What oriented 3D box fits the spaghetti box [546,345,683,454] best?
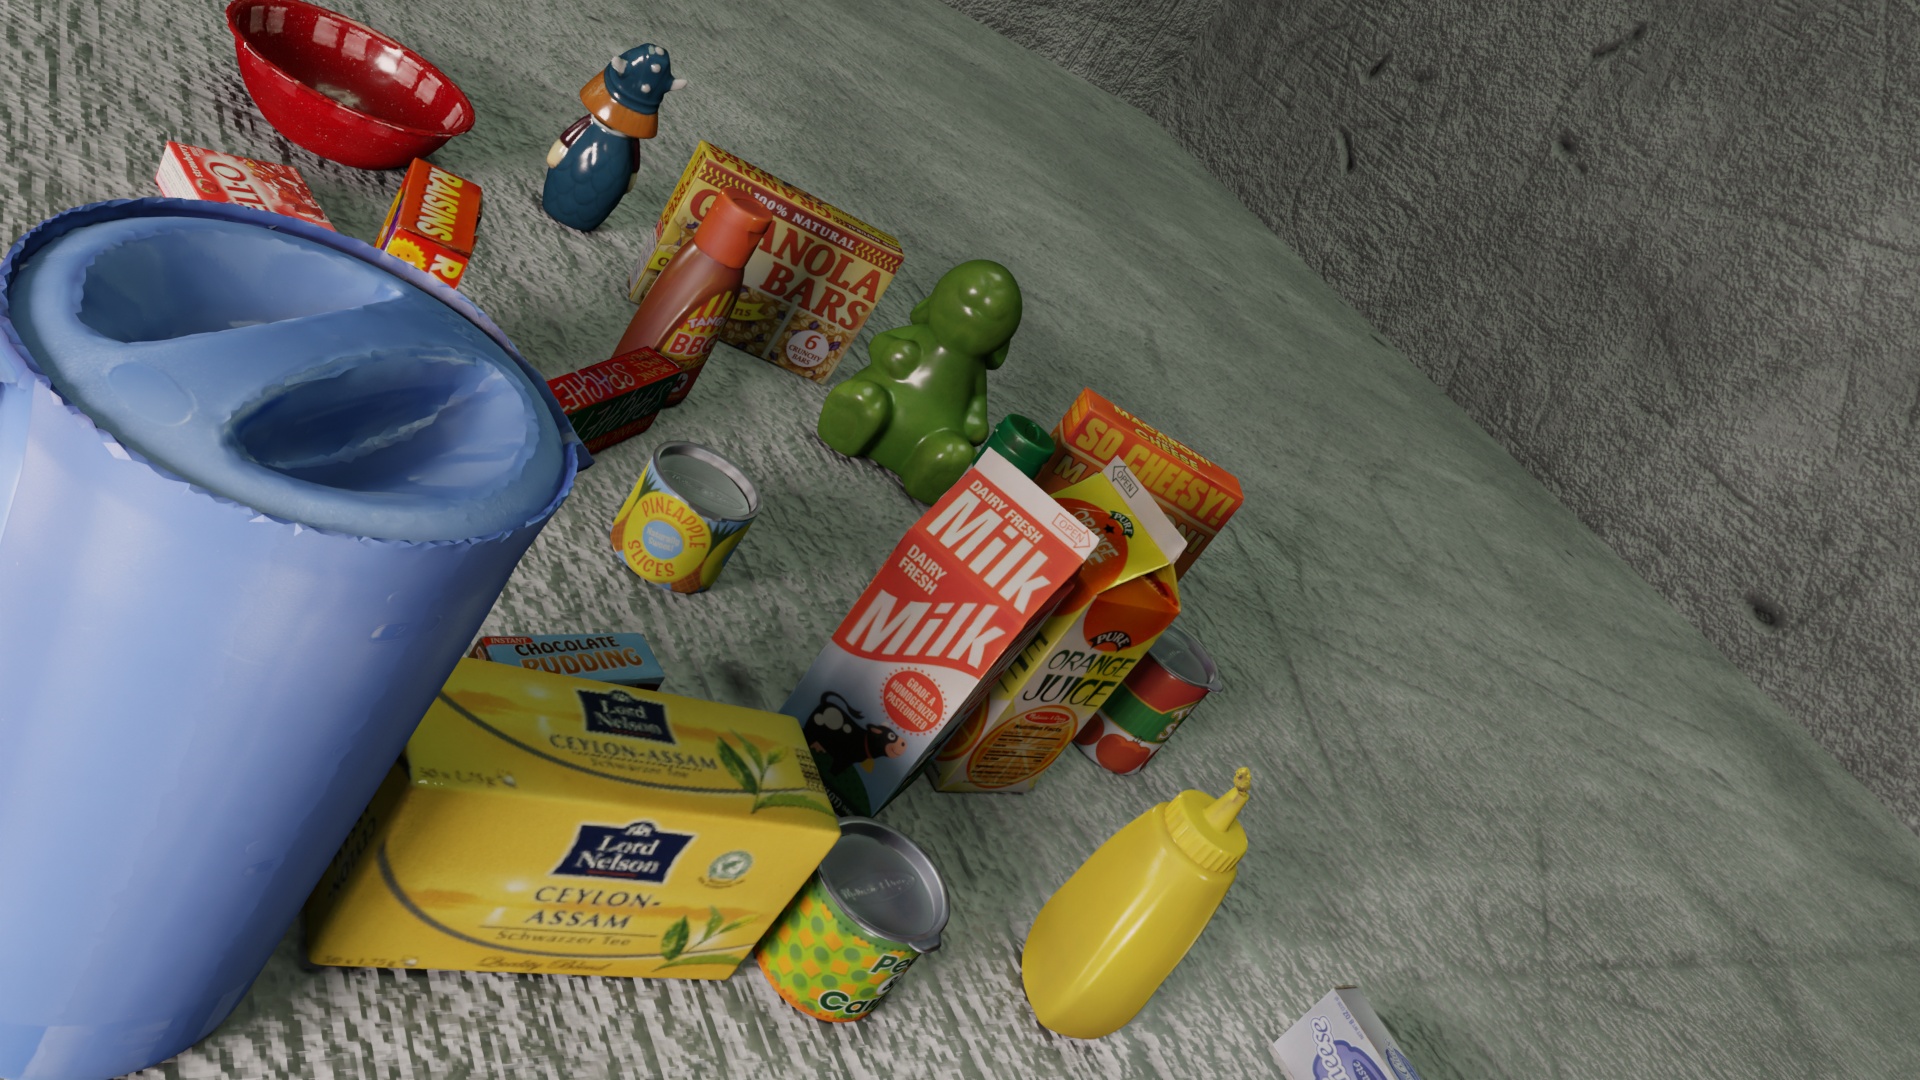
[{"bbox_3d":[-0.232,-0.059,0.760,0.029,0.050,0.251,37,25,4],"label":"spaghetti box"}]

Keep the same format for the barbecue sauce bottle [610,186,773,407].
[{"bbox_3d":[-0.170,-0.154,0.886,0.044,0.148,0.065,44,26,17],"label":"barbecue sauce bottle"}]

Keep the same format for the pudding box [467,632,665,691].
[{"bbox_3d":[-0.178,0.067,0.610,0.084,0.049,0.030,4,40,-49],"label":"pudding box"}]

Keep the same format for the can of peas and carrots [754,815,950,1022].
[{"bbox_3d":[-0.046,0.164,0.595,0.071,0.058,0.071,29,26,-15],"label":"can of peas and carrots"}]

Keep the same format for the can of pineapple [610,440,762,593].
[{"bbox_3d":[-0.153,-0.012,0.768,0.071,0.057,0.071,28,26,-15],"label":"can of pineapple"}]

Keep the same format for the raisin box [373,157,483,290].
[{"bbox_3d":[-0.288,-0.122,0.713,0.040,0.123,0.086,22,28,-27],"label":"raisin box"}]

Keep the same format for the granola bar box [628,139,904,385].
[{"bbox_3d":[-0.143,-0.201,1.029,0.165,0.123,0.039,22,28,-27],"label":"granola bar box"}]

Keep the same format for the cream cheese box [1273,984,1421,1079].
[{"bbox_3d":[0.209,0.286,0.706,0.024,0.053,0.104,12,34,-41],"label":"cream cheese box"}]

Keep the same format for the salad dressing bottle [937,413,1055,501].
[{"bbox_3d":[0.003,-0.011,0.854,0.044,0.147,0.064,33,25,-7],"label":"salad dressing bottle"}]

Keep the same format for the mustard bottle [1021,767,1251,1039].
[{"bbox_3d":[0.089,0.163,0.644,0.049,0.159,0.065,24,27,-24],"label":"mustard bottle"}]

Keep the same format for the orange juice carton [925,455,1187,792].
[{"bbox_3d":[0.048,0.048,0.755,0.073,0.192,0.072,11,35,-43],"label":"orange juice carton"}]

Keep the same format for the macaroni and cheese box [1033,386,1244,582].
[{"bbox_3d":[0.087,-0.003,0.922,0.123,0.165,0.040,29,26,-14],"label":"macaroni and cheese box"}]

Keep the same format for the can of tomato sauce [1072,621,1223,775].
[{"bbox_3d":[0.114,0.098,0.879,0.071,0.082,0.071,29,26,-15],"label":"can of tomato sauce"}]

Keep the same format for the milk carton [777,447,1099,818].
[{"bbox_3d":[-0.012,0.047,0.686,0.072,0.189,0.074,40,25,10],"label":"milk carton"}]
